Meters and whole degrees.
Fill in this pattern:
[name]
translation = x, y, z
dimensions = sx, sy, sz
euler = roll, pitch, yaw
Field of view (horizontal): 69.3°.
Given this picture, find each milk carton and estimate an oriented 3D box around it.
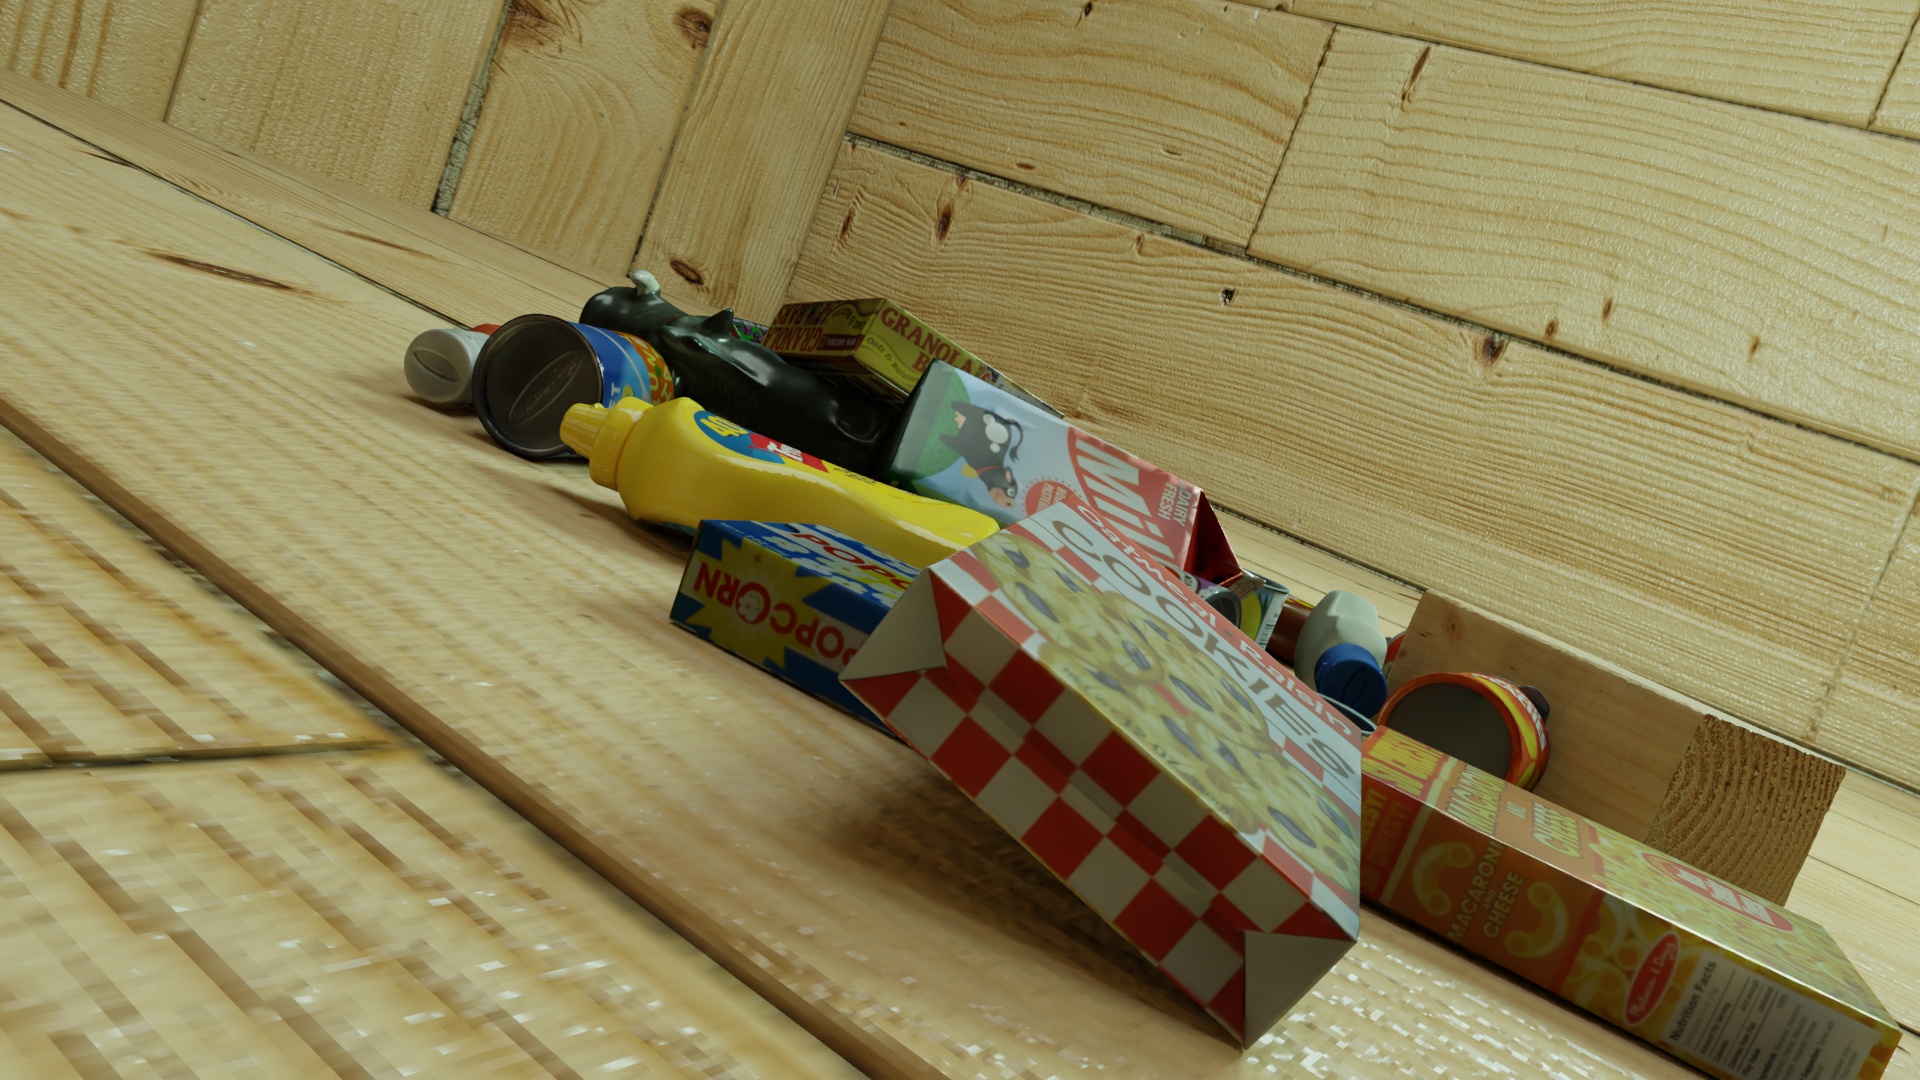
[milk carton]
translation = 0.049, -0.004, 0.677
dimensions = 0.190, 0.074, 0.072
euler = 26, -34, -10

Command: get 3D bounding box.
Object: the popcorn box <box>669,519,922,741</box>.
[popcorn box]
translation = -0.023, 0.033, 0.476
dimensions = 0.127, 0.038, 0.085
euler = 24, 9, 22

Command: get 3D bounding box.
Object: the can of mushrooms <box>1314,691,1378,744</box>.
[can of mushrooms]
translation = 0.143, 0.083, 0.602
dimensions = 0.071, 0.033, 0.071
euler = 20, 8, -3

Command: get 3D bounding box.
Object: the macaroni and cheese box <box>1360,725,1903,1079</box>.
[macaroni and cheese box]
translation = 0.209, 0.122, 0.474
dimensions = 0.166, 0.040, 0.124
euler = 25, 8, 21

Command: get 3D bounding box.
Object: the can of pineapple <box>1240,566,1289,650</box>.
[can of pineapple]
translation = 0.149, 0.042, 0.812
dimensions = 0.071, 0.057, 0.071
euler = 21, 7, -2

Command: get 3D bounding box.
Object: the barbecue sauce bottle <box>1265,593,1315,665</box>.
[barbecue sauce bottle]
translation = 0.227, 0.060, 0.958
dimensions = 0.065, 0.043, 0.149
euler = 16, 9, -39

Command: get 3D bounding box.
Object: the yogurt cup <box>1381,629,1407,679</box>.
[yogurt cup]
translation = 0.288, 0.090, 0.839
dimensions = 0.072, 0.072, 0.054
euler = 21, 15, 2

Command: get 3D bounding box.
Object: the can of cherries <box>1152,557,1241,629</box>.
[can of cherries]
translation = 0.078, 0.039, 0.594
dimensions = 0.058, 0.071, 0.071
euler = 26, 8, 32

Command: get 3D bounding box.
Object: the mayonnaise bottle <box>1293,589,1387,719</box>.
[mayonnaise bottle]
translation = 0.224, 0.071, 0.815
dimensions = 0.041, 0.064, 0.148
euler = 26, 12, 6

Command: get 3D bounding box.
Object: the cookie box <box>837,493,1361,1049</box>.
[cookie box]
translation = 0.050, 0.048, 0.383
dimensions = 0.123, 0.040, 0.168
euler = 41, 16, 7

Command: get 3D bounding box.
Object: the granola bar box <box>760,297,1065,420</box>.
[granola bar box]
translation = -0.034, -0.090, 0.794
dimensions = 0.124, 0.039, 0.165
euler = 31, -6, -26

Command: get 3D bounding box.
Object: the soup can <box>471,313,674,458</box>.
[soup can]
translation = -0.185, -0.071, 0.678
dimensions = 0.071, 0.071, 0.084
euler = 22, 7, 10

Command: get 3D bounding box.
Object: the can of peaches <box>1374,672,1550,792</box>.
[can of peaches]
translation = 0.232, 0.092, 0.638
dimensions = 0.071, 0.071, 0.058
euler = 26, 9, 34

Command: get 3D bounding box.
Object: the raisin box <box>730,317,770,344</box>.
[raisin box]
translation = -0.101, -0.079, 0.872
dimensions = 0.086, 0.040, 0.124
euler = 9, 40, -49

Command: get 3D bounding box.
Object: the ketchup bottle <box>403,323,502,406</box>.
[ketchup bottle]
translation = -0.241, -0.092, 0.744
dimensions = 0.065, 0.043, 0.149
euler = 30, 9, 6
